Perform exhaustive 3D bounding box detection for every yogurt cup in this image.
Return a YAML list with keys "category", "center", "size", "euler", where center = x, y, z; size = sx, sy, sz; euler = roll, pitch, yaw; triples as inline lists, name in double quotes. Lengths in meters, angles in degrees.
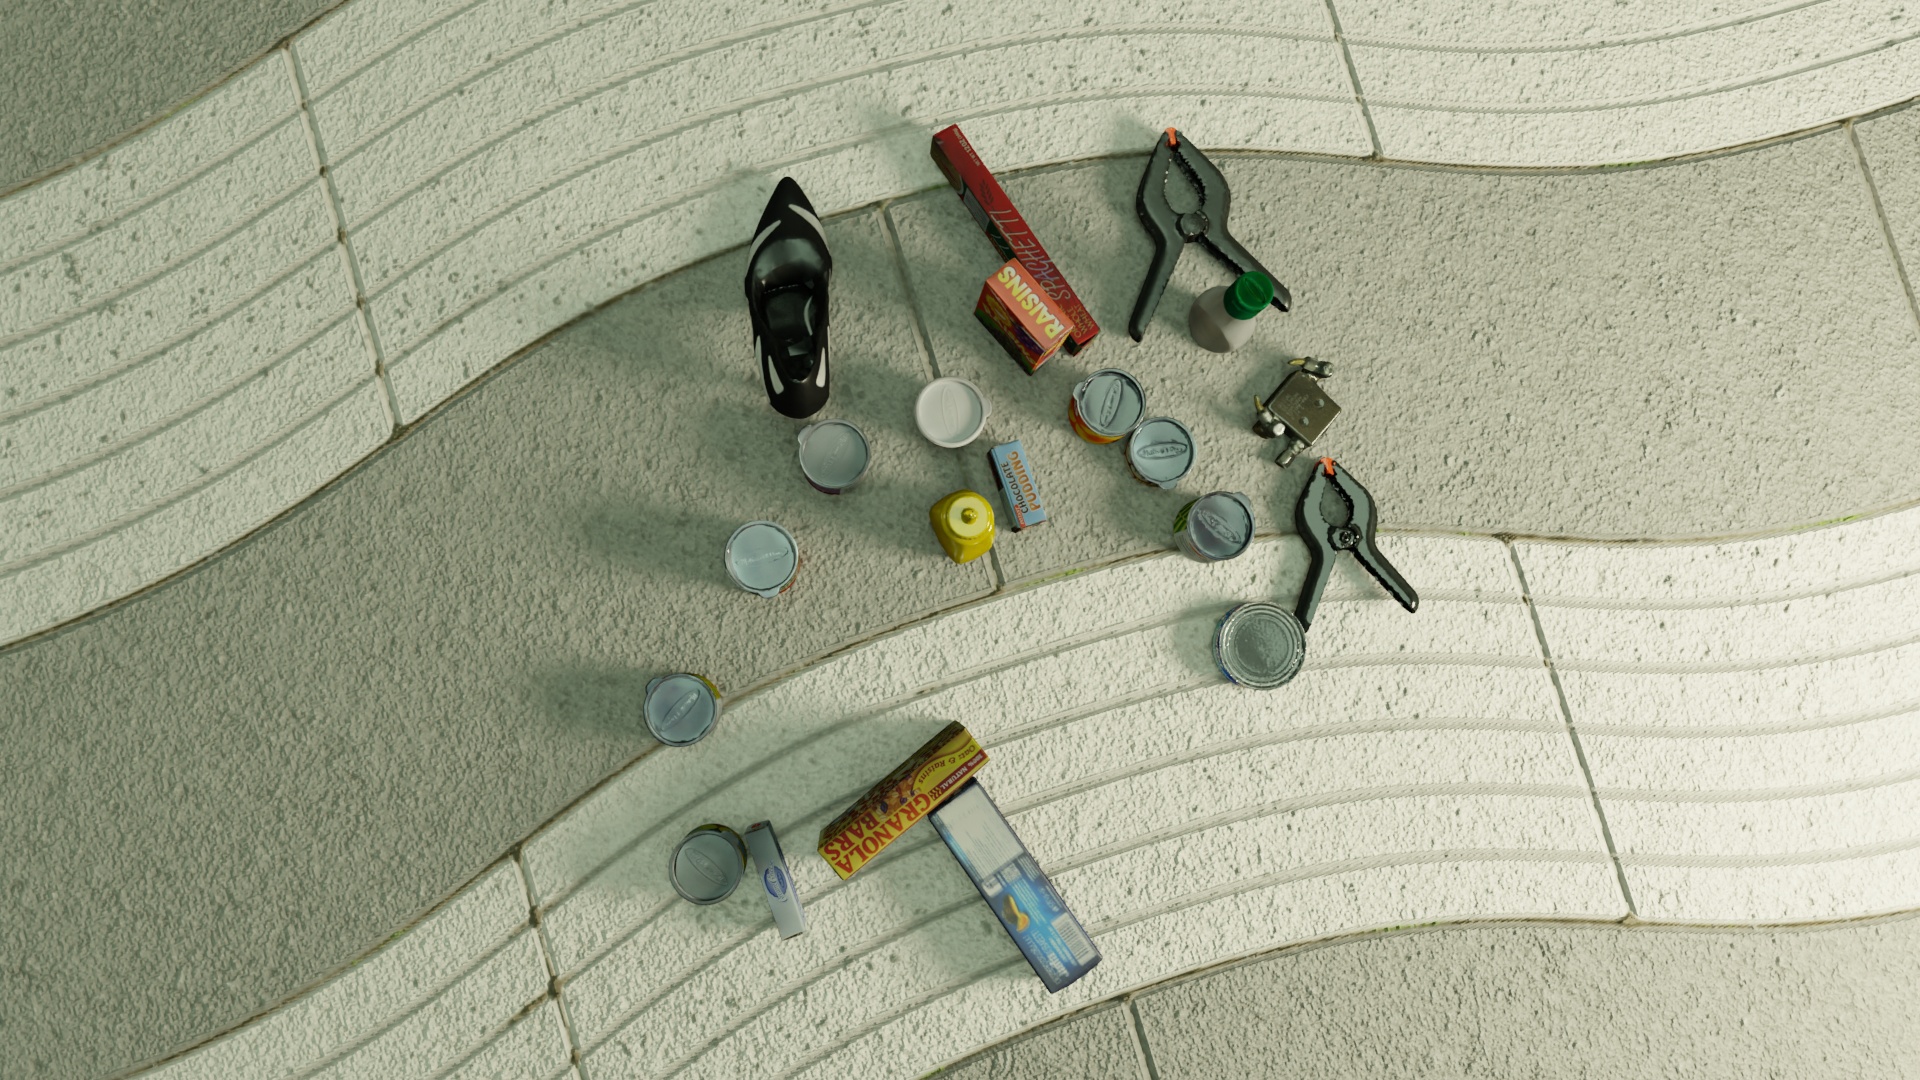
- category: "yogurt cup"
  center: [-0.011, -0.119, 1.324]
  size: [0.072, 0.054, 0.072]
  euler: [0, 85, -5]

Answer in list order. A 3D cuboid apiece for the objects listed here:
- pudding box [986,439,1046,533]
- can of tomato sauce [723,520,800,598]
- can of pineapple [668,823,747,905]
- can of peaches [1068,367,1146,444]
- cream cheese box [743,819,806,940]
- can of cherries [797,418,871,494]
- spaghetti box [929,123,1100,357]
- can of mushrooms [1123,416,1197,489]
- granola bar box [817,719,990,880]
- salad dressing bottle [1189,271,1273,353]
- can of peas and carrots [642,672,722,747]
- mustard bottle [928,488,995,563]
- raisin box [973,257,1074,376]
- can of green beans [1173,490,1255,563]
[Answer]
- category: "pudding box"
  center: [0.053, -0.052, 1.326]
  size: [0.030, 0.049, 0.083]
  euler: [-18, 87, -6]
- category: "can of tomato sauce"
  center: [-0.181, 0.020, 1.283]
  size: [0.071, 0.083, 0.071]
  euler: [0, 85, -5]
- category: "can of pineapple"
  center: [-0.228, 0.293, 1.267]
  size: [0.071, 0.058, 0.071]
  euler: [0, 85, -5]
- category: "can of peaches"
  center: [0.138, -0.129, 1.336]
  size: [0.071, 0.058, 0.071]
  euler: [0, 85, -5]
- category: "cream cheese box"
  center: [-0.169, 0.310, 1.273]
  size: [0.024, 0.053, 0.104]
  euler: [-20, 87, -6]
- category: "can of cherries"
  center: [-0.120, -0.080, 1.310]
  size: [0.071, 0.058, 0.071]
  euler: [0, 85, -5]
- category: "spaghetti box"
  center: [0.052, -0.289, 1.347]
  size: [0.029, 0.050, 0.250]
  euler: [-35, 89, -6]
- category: "can of mushrooms"
  center: [0.194, -0.083, 1.349]
  size: [0.071, 0.033, 0.071]
  euler: [0, 85, -5]
- category: "granola bar box"
  center: [-0.052, 0.232, 1.254]
  size: [0.166, 0.124, 0.039]
  euler: [-39, 89, -7]
- category: "salad dressing bottle"
  center: [0.256, -0.216, 1.308]
  size: [0.044, 0.147, 0.064]
  euler: [-37, 89, -6]
- category: "can of peas and carrots"
  center: [-0.256, 0.153, 1.277]
  size: [0.071, 0.058, 0.071]
  euler: [0, 85, -5]
- category: "mustard bottle"
  center: [0.005, -0.016, 1.263]
  size: [0.049, 0.160, 0.065]
  euler: [-28, 88, -6]
- category: "raisin box"
  center: [0.057, -0.208, 1.303]
  size: [0.040, 0.123, 0.086]
  euler: [-41, 90, -6]
- category: "can of green beans"
  center: [0.243, -0.012, 1.334]
  size: [0.071, 0.058, 0.071]
  euler: [0, 85, -5]
